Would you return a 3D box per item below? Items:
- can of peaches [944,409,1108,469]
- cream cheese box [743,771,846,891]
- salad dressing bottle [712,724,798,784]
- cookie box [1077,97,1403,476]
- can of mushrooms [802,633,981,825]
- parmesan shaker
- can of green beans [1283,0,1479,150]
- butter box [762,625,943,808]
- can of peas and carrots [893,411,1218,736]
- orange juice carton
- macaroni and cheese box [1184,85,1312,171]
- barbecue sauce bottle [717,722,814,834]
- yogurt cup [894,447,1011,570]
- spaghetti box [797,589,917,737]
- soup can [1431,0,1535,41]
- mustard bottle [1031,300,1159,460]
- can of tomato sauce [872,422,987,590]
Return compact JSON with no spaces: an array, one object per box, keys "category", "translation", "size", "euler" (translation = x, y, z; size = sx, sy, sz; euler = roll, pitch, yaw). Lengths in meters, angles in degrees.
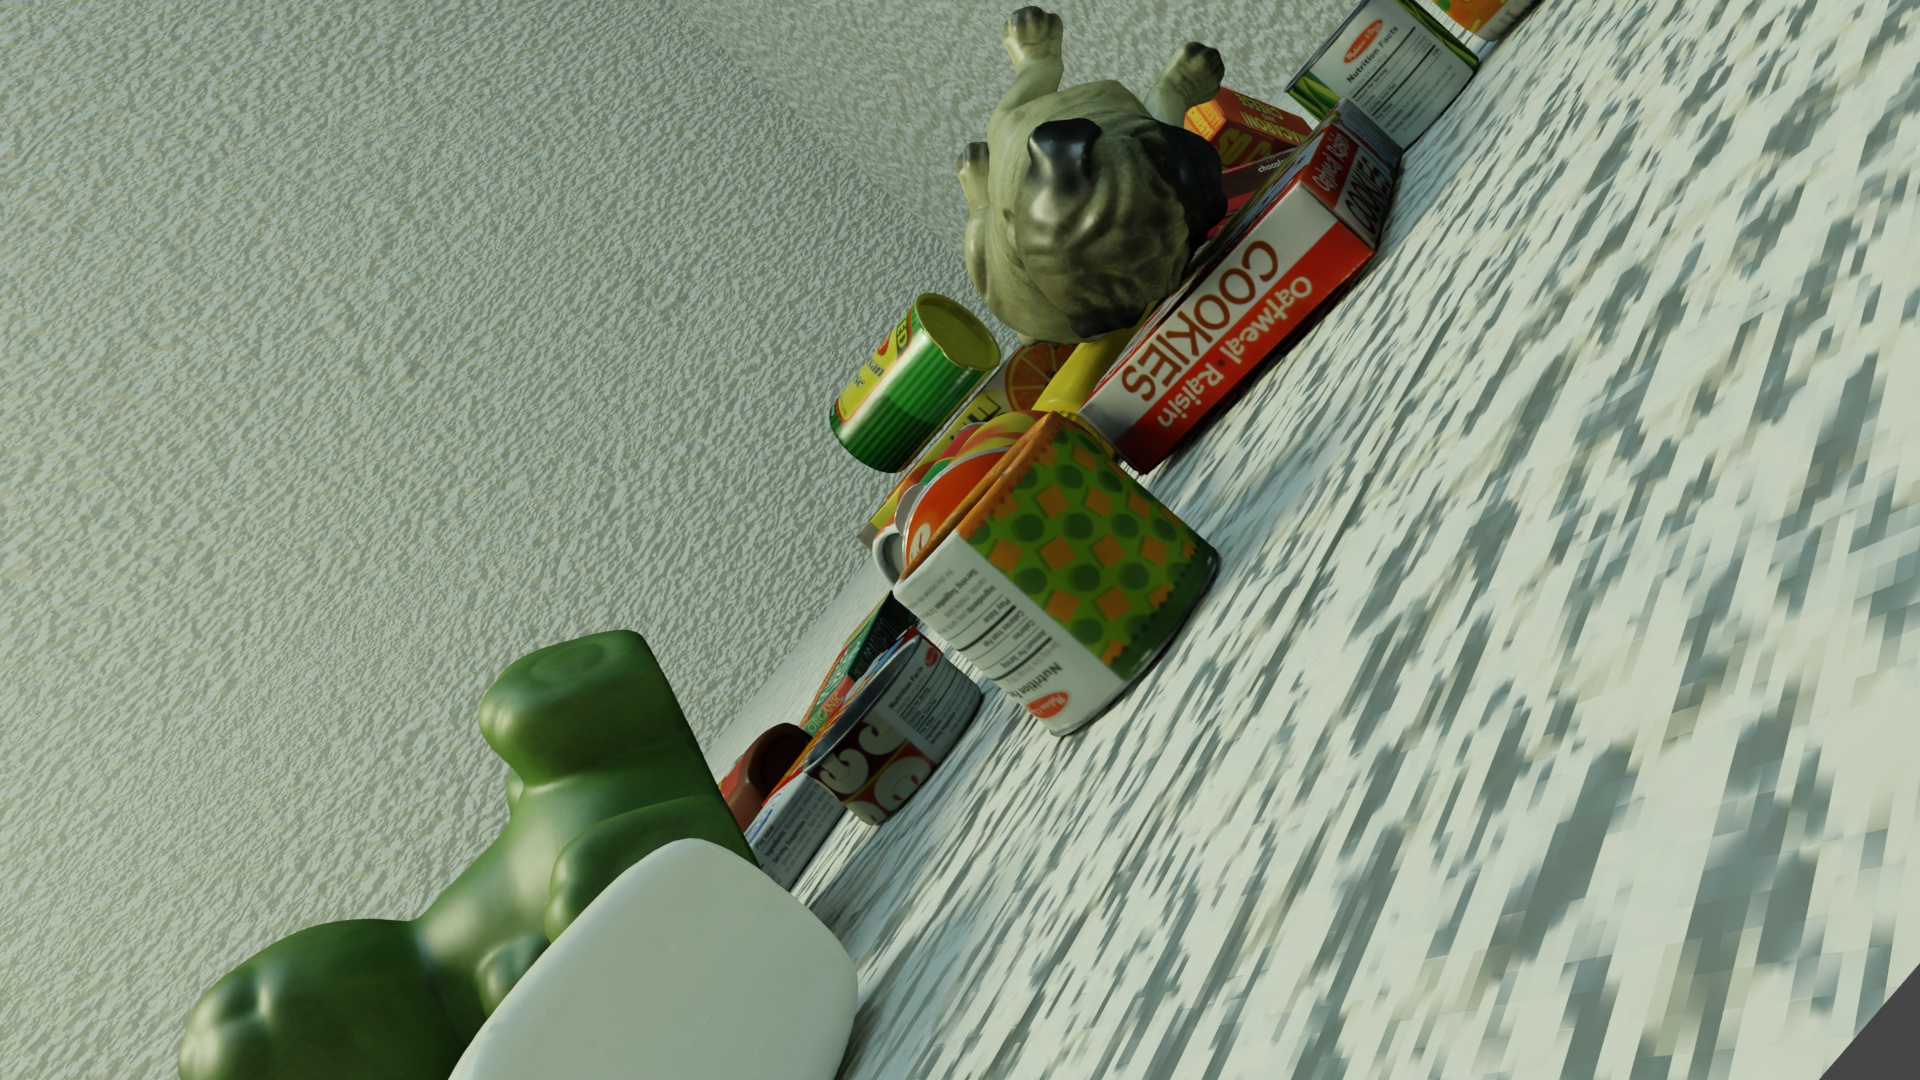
[{"category":"can of peaches","translation":[0.024,-0.010,0.508],"size":[0.071,0.071,0.058],"euler":[-47,4,26]},{"category":"cream cheese box","translation":[-0.089,0.143,0.581],"size":[0.053,0.024,0.104],"euler":[-43,7,47]},{"category":"salad dressing bottle","translation":[-0.138,0.155,0.786],"size":[0.147,0.064,0.044],"euler":[-39,-2,26]},{"category":"cookie box","translation":[0.120,-0.108,0.570],"size":[0.122,0.040,0.168],"euler":[-47,4,33]},{"category":"can of mushrooms","translation":[-0.026,0.071,0.514],"size":[0.071,0.033,0.071],"euler":[-49,5,5]},{"category":"parmesan shaker","translation":[-0.031,-0.098,0.890],"size":[0.102,0.071,0.072],"euler":[-46,5,31]},{"category":"can of green beans","translation":[0.192,-0.213,0.635],"size":[0.071,0.058,0.071],"euler":[-49,4,5]},{"category":"butter box","translation":[-0.051,0.090,0.666],"size":[0.053,0.024,0.104],"euler":[-46,5,47]},{"category":"can of peas and carrots","translation":[0.026,0.007,0.369],"size":[0.071,0.058,0.071],"euler":[-49,4,5]},{"category":"orange juice carton","translation":[0.018,-0.049,0.901],"size":[0.193,0.072,0.073],"euler":[-50,4,-18]},{"category":"macaroni and cheese box","translation":[0.136,-0.201,0.872],"size":[0.124,0.040,0.165],"euler":[-2,-35,-47]},{"category":"barbecue sauce bottle","translation":[-0.126,0.158,0.718],"size":[0.148,0.043,0.065],"euler":[-47,5,30]},{"category":"yogurt cup","translation":[0.017,0.008,0.432],"size":[0.072,0.072,0.054],"euler":[-49,12,6]},{"category":"spaghetti box","translation":[-0.059,0.078,0.844],"size":[0.050,0.028,0.250],"euler":[-49,4,8]},{"category":"soup can","translation":[0.238,-0.272,0.601],"size":[0.083,0.071,0.072],"euler":[-47,5,36]},{"category":"mustard bottle","translation":[0.067,-0.067,0.699],"size":[0.065,0.049,0.161],"euler":[-45,7,46]},{"category":"can of tomato sauce","translation":[0.003,-0.009,0.711],"size":[0.083,0.071,0.071],"euler":[-53,5,-35]}]
